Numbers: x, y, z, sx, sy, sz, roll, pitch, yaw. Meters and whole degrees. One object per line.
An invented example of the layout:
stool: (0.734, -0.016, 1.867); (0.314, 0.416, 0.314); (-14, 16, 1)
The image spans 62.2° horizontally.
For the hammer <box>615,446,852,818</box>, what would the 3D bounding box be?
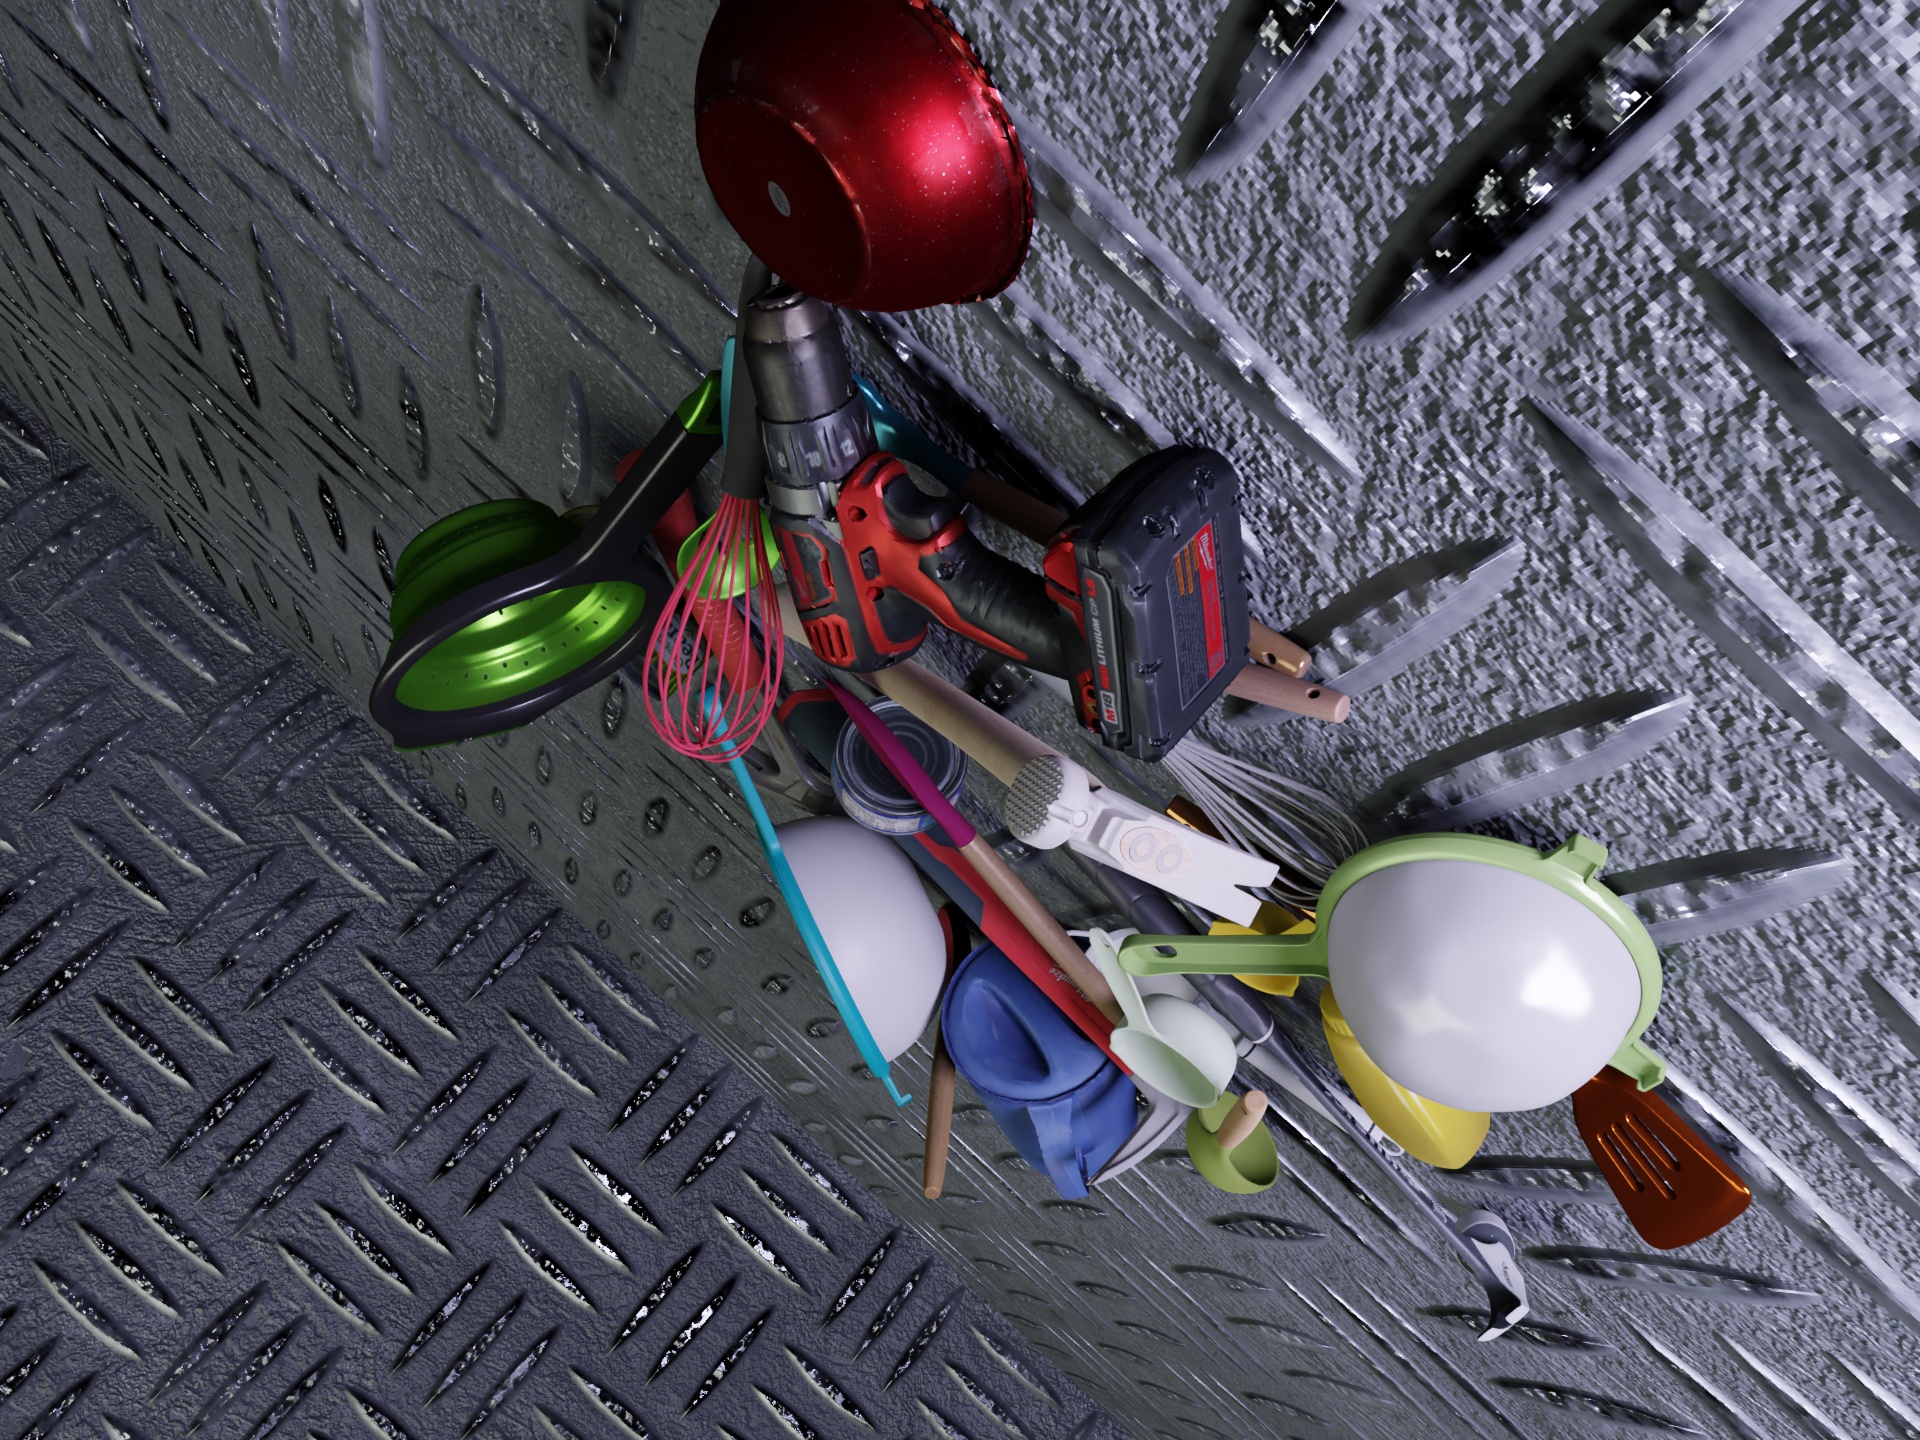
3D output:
hammer: (-0.169, -0.053, 1.141); (0.149, 0.037, 0.358); (22, 150, 31)

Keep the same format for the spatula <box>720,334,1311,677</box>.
spatula: (0.018, -0.093, 0.742); (0.318, 0.044, 0.082); (31, 138, 24)

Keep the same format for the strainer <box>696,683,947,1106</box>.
strainer: (-0.086, 0.099, 1.146); (0.211, 0.095, 0.340); (-125, 12, -57)

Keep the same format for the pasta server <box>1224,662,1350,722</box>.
pasta server: (0.045, -0.051, 0.780); (0.316, 0.060, 0.040); (20, 161, 37)

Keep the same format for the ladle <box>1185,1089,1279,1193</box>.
ladle: (0.184, 0.257, 1.018); (0.078, 0.062, 0.320); (58, 173, 20)

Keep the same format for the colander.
colander: (-0.249, -0.117, 0.976); (0.397, 0.204, 0.094); (-39, 73, 41)

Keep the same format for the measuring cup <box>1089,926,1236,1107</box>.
measuring cup: (0.117, 0.169, 0.958); (0.083, 0.038, 0.167); (12, 141, 43)

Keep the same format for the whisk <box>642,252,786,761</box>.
whisk: (-0.109, -0.098, 0.785); (0.073, 0.073, 0.295); (33, 128, 24)

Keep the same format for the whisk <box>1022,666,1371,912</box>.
whisk: (0.103, 0.012, 0.799); (0.246, 0.058, 0.059); (38, 124, 20)

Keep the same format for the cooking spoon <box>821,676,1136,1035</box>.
cooking spoon: (0.018, 0.088, 0.957); (0.318, 0.017, 0.069); (50, 174, -25)

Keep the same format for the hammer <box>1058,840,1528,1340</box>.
hammer: (0.188, 0.196, 0.943); (0.409, 0.036, 0.149); (47, -170, 3)

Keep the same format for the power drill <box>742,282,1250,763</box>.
power drill: (0.003, -0.088, 0.683); (0.227, 0.080, 0.187); (18, 137, 34)

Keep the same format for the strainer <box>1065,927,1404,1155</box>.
strainer: (0.176, 0.201, 1.022); (0.258, 0.050, 0.086); (36, 126, 3)

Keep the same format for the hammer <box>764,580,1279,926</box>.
hammer: (-0.001, -0.003, 0.850); (0.146, 0.038, 0.411); (25, -175, -33)

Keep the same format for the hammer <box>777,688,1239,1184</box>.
hammer: (0.007, 0.131, 1.074); (0.386, 0.143, 0.038); (44, 163, 8)

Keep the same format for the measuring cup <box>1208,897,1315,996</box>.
measuring cup: (0.191, 0.107, 0.855); (0.062, 0.029, 0.156); (43, 147, -3)

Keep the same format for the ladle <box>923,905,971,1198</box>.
ladle: (-0.012, 0.241, 1.188); (0.031, 0.316, 0.069); (4, 117, 1)

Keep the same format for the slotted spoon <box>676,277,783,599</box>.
slotted spoon: (-0.111, -0.150, 0.865); (0.031, 0.070, 0.313); (68, 158, 16)

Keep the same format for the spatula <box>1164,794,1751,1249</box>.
spatula: (0.233, 0.139, 0.788); (0.323, 0.041, 0.081); (35, 144, 10)

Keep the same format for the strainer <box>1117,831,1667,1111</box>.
strainer: (0.179, 0.127, 0.727); (0.256, 0.069, 0.151); (-4, 128, 34)
